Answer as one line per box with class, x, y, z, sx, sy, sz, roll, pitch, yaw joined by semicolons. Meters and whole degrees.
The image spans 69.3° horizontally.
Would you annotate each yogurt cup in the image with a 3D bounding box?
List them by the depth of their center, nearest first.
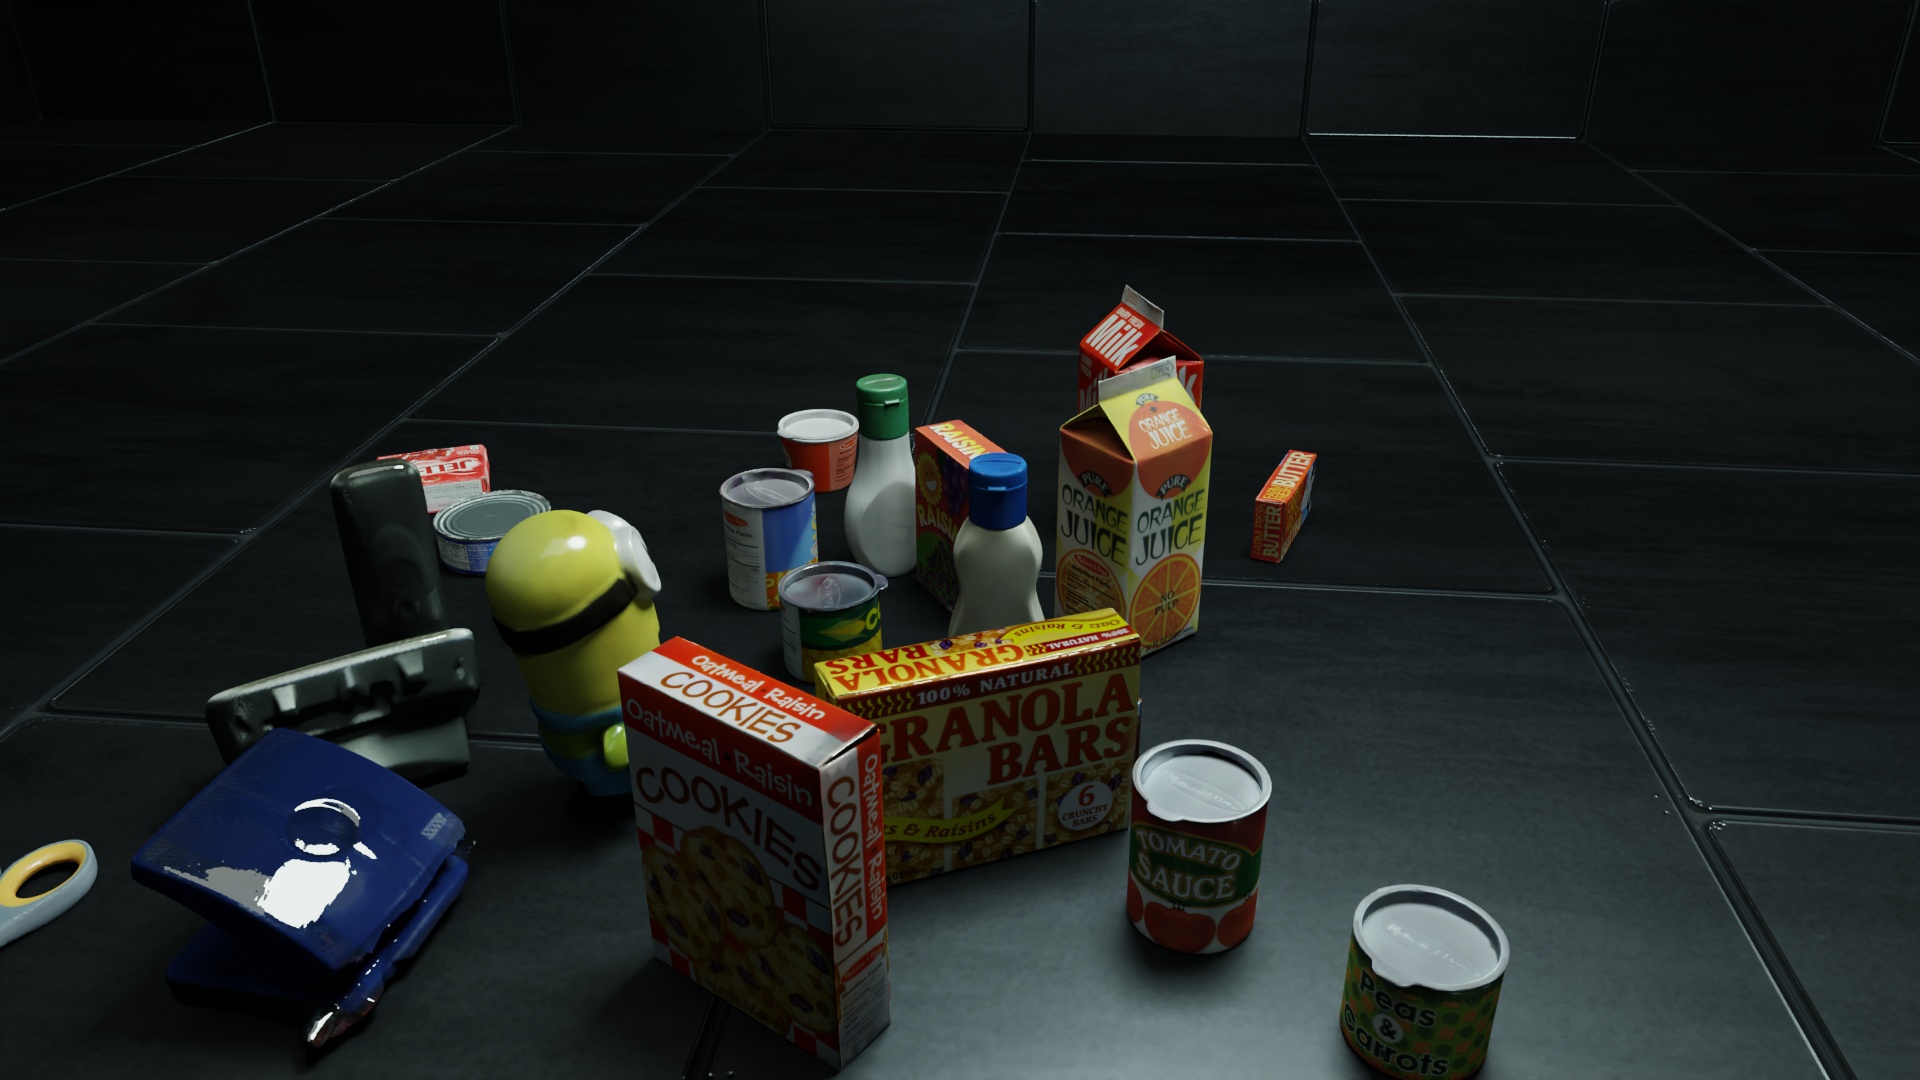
yogurt cup;-0.119;-0.075;1.177;0.072;0.053;0.073;0;26;0

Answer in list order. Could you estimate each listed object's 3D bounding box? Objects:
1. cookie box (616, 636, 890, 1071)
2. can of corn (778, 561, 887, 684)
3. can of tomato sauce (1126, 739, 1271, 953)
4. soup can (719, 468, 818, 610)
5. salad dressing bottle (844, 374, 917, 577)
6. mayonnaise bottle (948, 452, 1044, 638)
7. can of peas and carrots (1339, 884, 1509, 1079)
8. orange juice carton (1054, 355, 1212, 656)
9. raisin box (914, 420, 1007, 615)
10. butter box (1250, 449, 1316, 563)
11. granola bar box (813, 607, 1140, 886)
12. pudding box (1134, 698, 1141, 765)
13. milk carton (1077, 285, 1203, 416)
cookie box;-0.091;0.138;0.624;0.123;0.166;0.040;18;32;33
can of corn;-0.082;0.054;0.914;0.071;0.058;0.071;0;26;0
can of tomato sauce;0.116;0.152;0.688;0.071;0.082;0.071;0;26;0
soup can;-0.134;-0.002;0.998;0.071;0.083;0.071;0;26;0
salad dressing bottle;-0.055;-0.047;1.016;0.064;0.147;0.044;-12;29;-23
mayonnaise bottle;0.024;0.018;0.885;0.065;0.147;0.041;1;26;3
can of peas and carrots;0.205;0.199;0.620;0.071;0.058;0.071;0;26;0
orange juice carton;0.113;-0.023;0.916;0.072;0.191;0.073;-20;32;-34
raisin box;0.003;-0.012;0.973;0.040;0.122;0.086;-13;29;-24
butter box;0.252;-0.027;1.078;0.024;0.053;0.104;12;29;23
granola bar box;0.011;0.110;0.728;0.166;0.123;0.039;-10;28;-18
pudding box;0.061;0.114;0.803;0.084;0.049;0.030;-9;28;-18
milk carton;0.135;-0.093;1.058;0.073;0.189;0.072;-9;27;-16
